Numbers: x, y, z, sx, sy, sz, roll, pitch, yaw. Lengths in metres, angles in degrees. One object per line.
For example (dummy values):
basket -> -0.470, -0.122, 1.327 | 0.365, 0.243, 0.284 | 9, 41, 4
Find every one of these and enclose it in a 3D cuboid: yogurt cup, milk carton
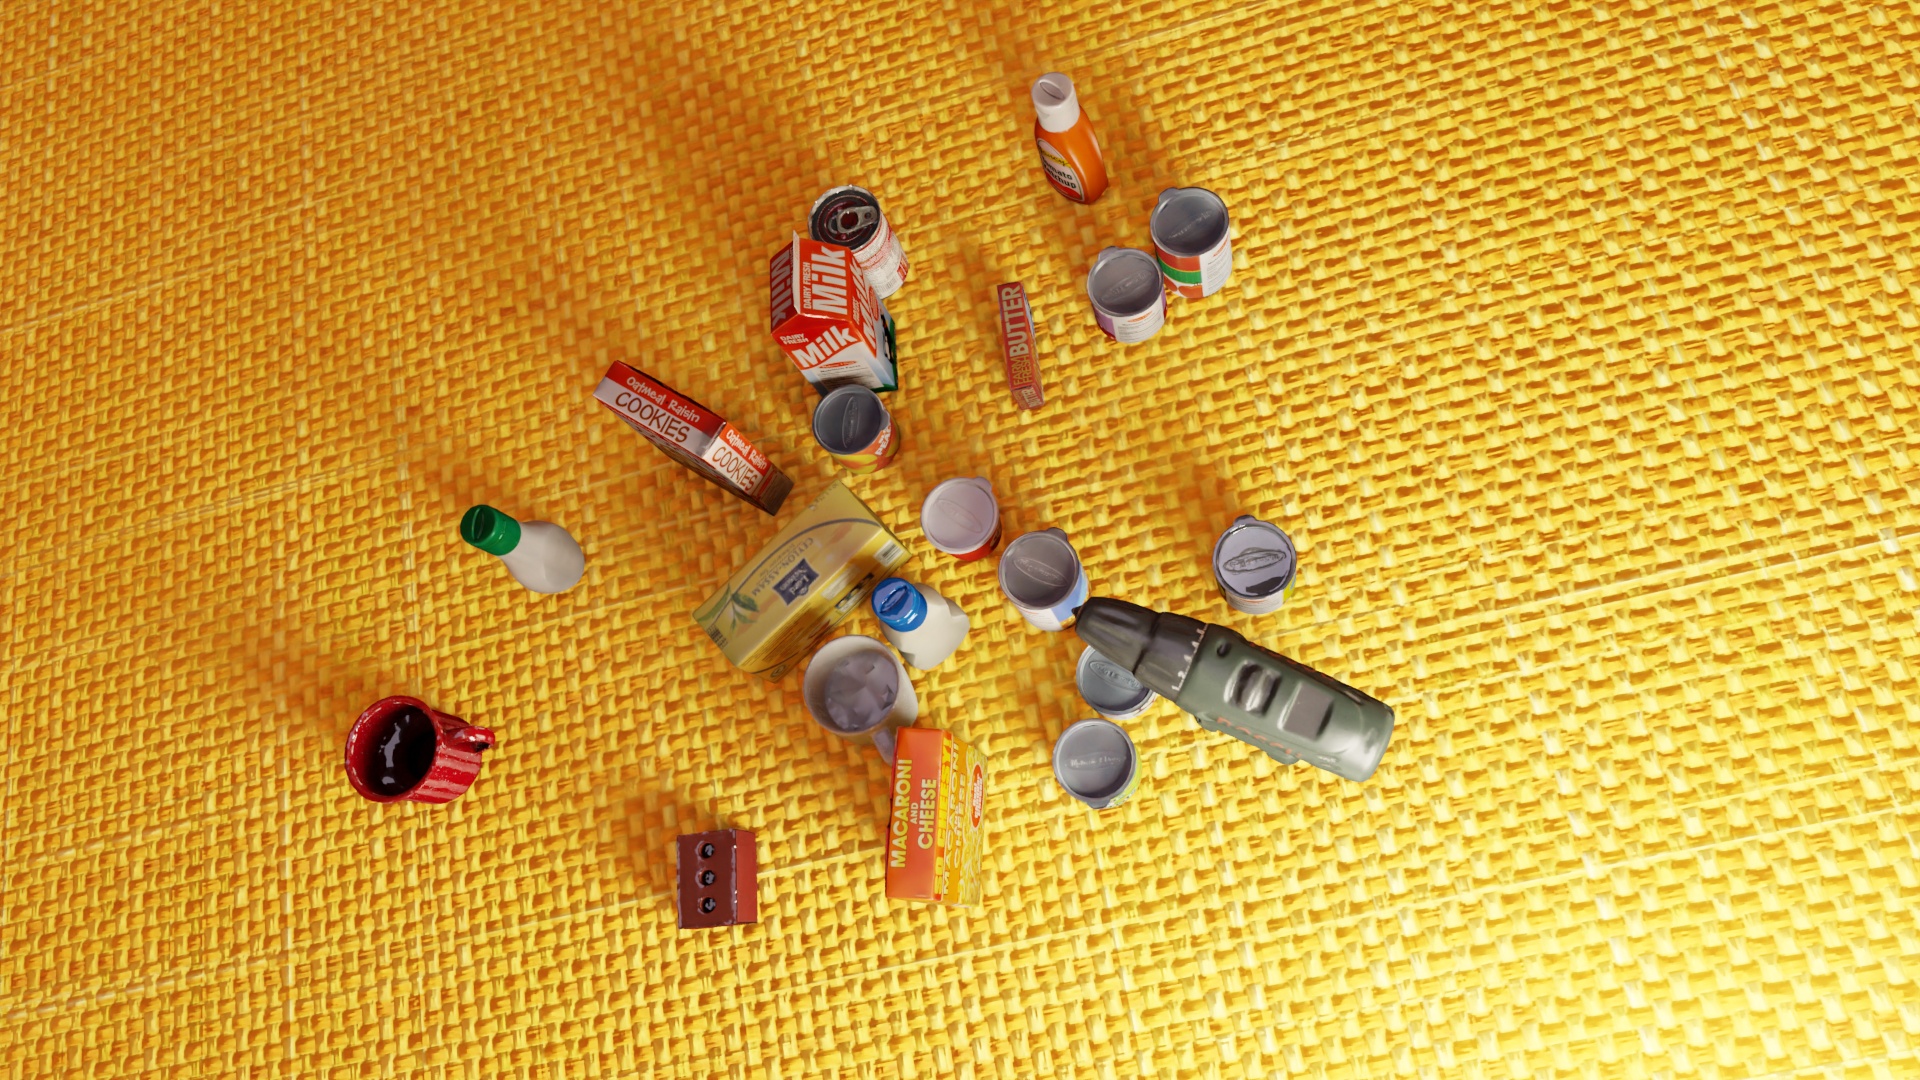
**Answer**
yogurt cup -> 0.004, -0.015, 1.194 | 0.072, 0.054, 0.072 | -4, 73, 12
milk carton -> -0.113, -0.192, 1.202 | 0.073, 0.190, 0.072 | -7, 73, 11

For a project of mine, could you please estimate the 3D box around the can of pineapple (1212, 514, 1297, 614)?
can of pineapple -> 0.239, 0.021, 1.127 | 0.071, 0.057, 0.071 | -4, 73, 12

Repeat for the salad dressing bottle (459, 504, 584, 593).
salad dressing bottle -> -0.386, 0.006, 1.228 | 0.044, 0.147, 0.064 | 0, 74, 13

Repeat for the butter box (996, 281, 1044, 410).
butter box -> 0.053, -0.172, 1.231 | 0.024, 0.053, 0.104 | -10, 72, 10

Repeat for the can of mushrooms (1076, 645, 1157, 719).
can of mushrooms -> 0.131, 0.111, 1.138 | 0.071, 0.033, 0.071 | -4, 73, 12

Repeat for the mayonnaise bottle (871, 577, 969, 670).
mayonnaise bottle -> -0.035, 0.064, 1.129 | 0.065, 0.148, 0.041 | -45, 70, -2

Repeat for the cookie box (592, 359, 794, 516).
cookie box -> -0.228, -0.087, 1.209 | 0.123, 0.167, 0.040 | 29, 82, 19

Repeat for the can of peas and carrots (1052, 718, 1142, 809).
can of peas and carrots -> 0.111, 0.181, 1.108 | 0.071, 0.058, 0.071 | -4, 73, 12

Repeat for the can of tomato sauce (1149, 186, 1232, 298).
can of tomato sauce -> 0.200, -0.259, 1.208 | 0.071, 0.083, 0.071 | -4, 73, 12

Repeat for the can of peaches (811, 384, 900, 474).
can of peaches -> -0.090, -0.098, 1.239 | 0.071, 0.058, 0.071 | -4, 73, 12

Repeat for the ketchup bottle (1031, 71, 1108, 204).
ketchup bottle -> 0.093, -0.357, 1.227 | 0.065, 0.148, 0.043 | 40, 86, 20

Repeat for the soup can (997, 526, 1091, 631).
soup can -> 0.073, 0.033, 1.148 | 0.071, 0.083, 0.071 | -4, 73, 12

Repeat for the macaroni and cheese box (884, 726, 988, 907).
macaroni and cheese box -> -0.017, 0.217, 1.069 | 0.040, 0.166, 0.124 | 0, 74, 13

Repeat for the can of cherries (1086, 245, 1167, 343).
can of cherries -> 0.147, -0.217, 1.221 | 0.071, 0.058, 0.071 | -4, 73, 12
